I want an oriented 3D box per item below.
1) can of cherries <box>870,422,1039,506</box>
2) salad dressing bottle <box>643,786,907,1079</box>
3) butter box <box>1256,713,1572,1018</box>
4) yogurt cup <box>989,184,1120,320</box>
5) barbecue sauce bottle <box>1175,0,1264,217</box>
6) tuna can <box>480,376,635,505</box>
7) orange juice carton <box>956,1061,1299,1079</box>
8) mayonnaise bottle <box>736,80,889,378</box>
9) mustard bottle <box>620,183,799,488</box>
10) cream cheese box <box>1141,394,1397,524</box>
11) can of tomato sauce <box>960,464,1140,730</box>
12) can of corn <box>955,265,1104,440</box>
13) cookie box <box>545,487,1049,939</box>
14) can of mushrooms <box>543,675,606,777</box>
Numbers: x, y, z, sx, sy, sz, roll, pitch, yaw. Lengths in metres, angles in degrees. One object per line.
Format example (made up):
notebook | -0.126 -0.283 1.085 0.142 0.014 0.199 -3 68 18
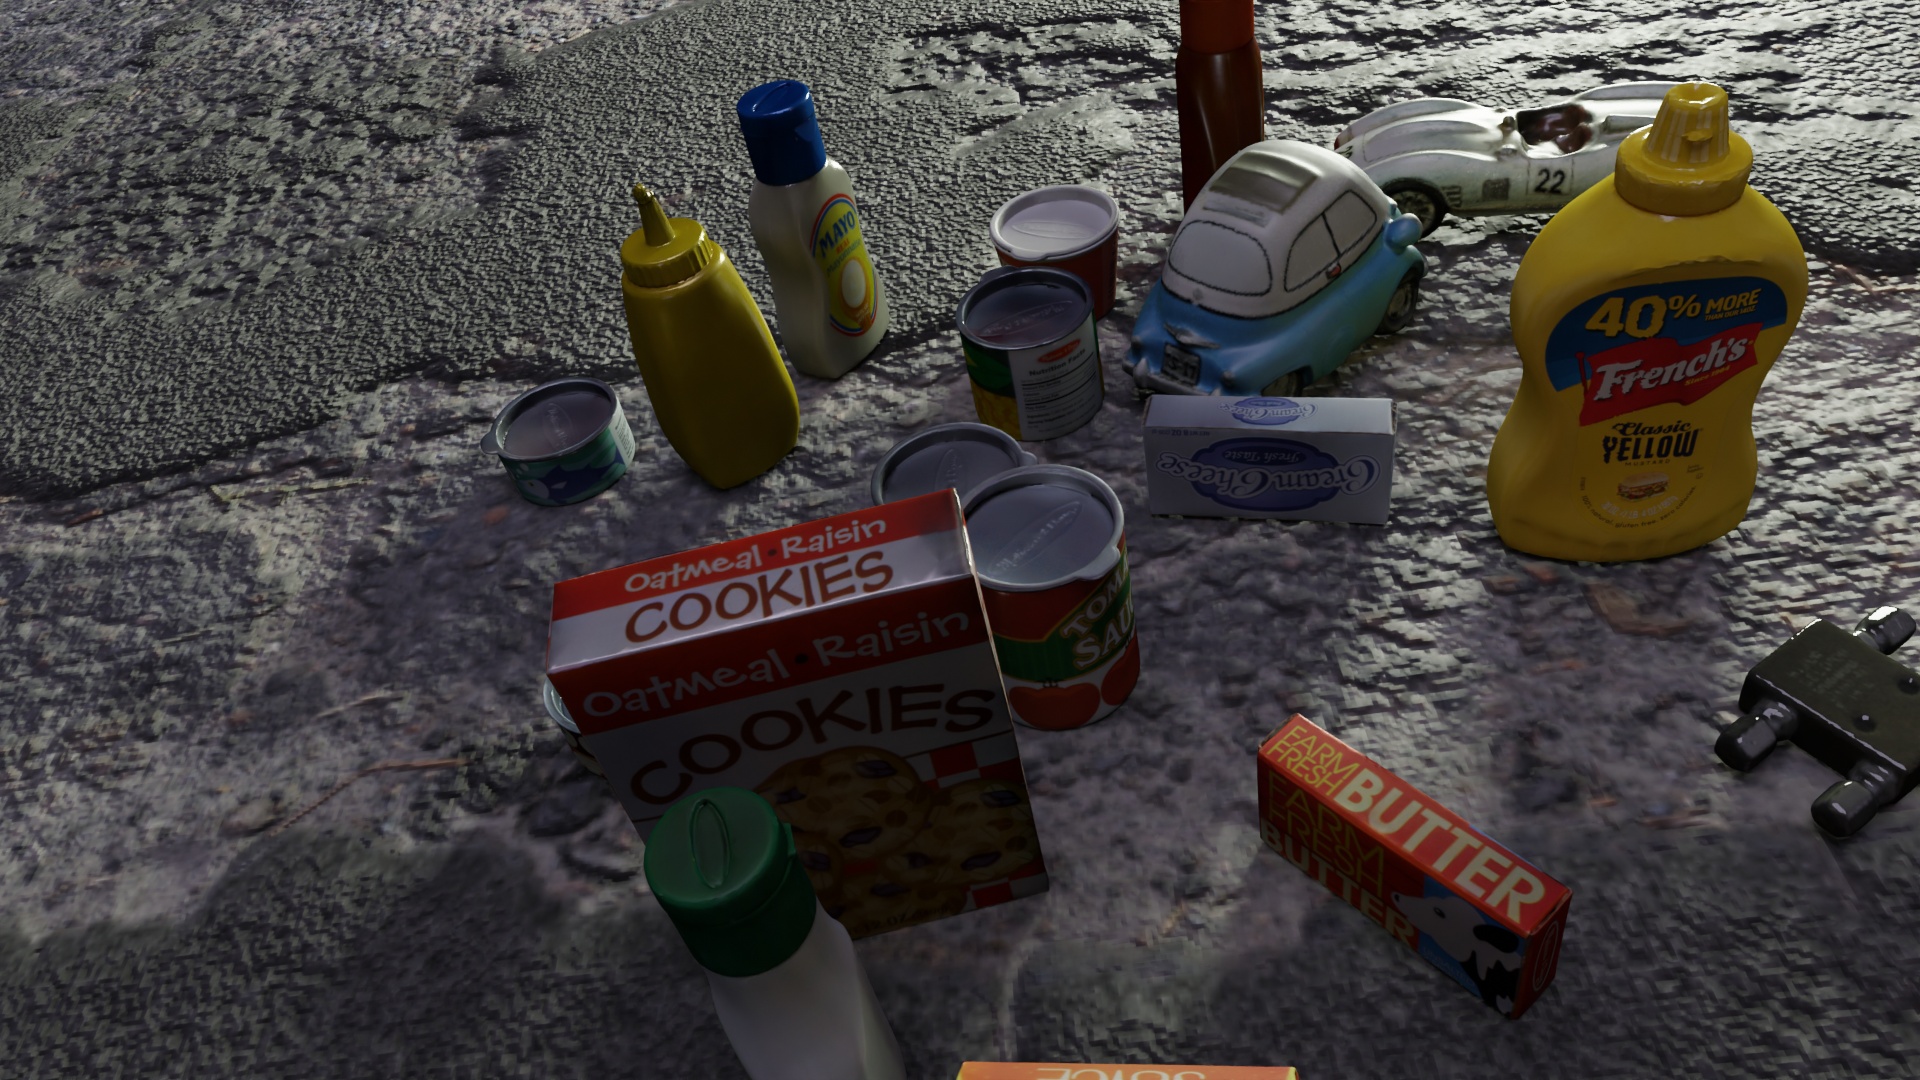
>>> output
can of cherries | 0.002 -0.007 0.595 0.071 0.058 0.072 -7 43 7
salad dressing bottle | -0.051 0.128 0.403 0.044 0.147 0.064 -17 43 -4
butter box | 0.142 0.104 0.450 0.024 0.052 0.104 -37 48 -23
yogurt cup | 0.052 -0.148 0.732 0.072 0.053 0.073 -7 43 7
barbecue sauce bottle | 0.136 -0.229 0.727 0.044 0.147 0.065 -14 43 -1
tuna can | -0.204 -0.050 0.708 0.071 0.032 0.071 -7 43 7
orange juice carton | 0.039 0.171 0.302 0.072 0.191 0.073 -3 44 11
mayonnaise bottle | -0.076 -0.157 0.704 0.041 0.147 0.065 16 51 28
mustard bottle | -0.122 -0.099 0.647 0.065 0.159 0.049 -34 47 -21
cream cheese box | 0.132 -0.035 0.596 0.104 0.053 0.024 3 45 16
can of tomato sauce | 0.035 0.024 0.537 0.071 0.082 0.071 -7 43 7
can of corn | 0.034 -0.092 0.676 0.071 0.058 0.071 -7 43 7
cookie box | -0.044 0.067 0.449 0.123 0.166 0.040 -14 43 0
can of mushrooms | -0.135 0.062 0.574 0.071 0.033 0.071 -7 43 7
